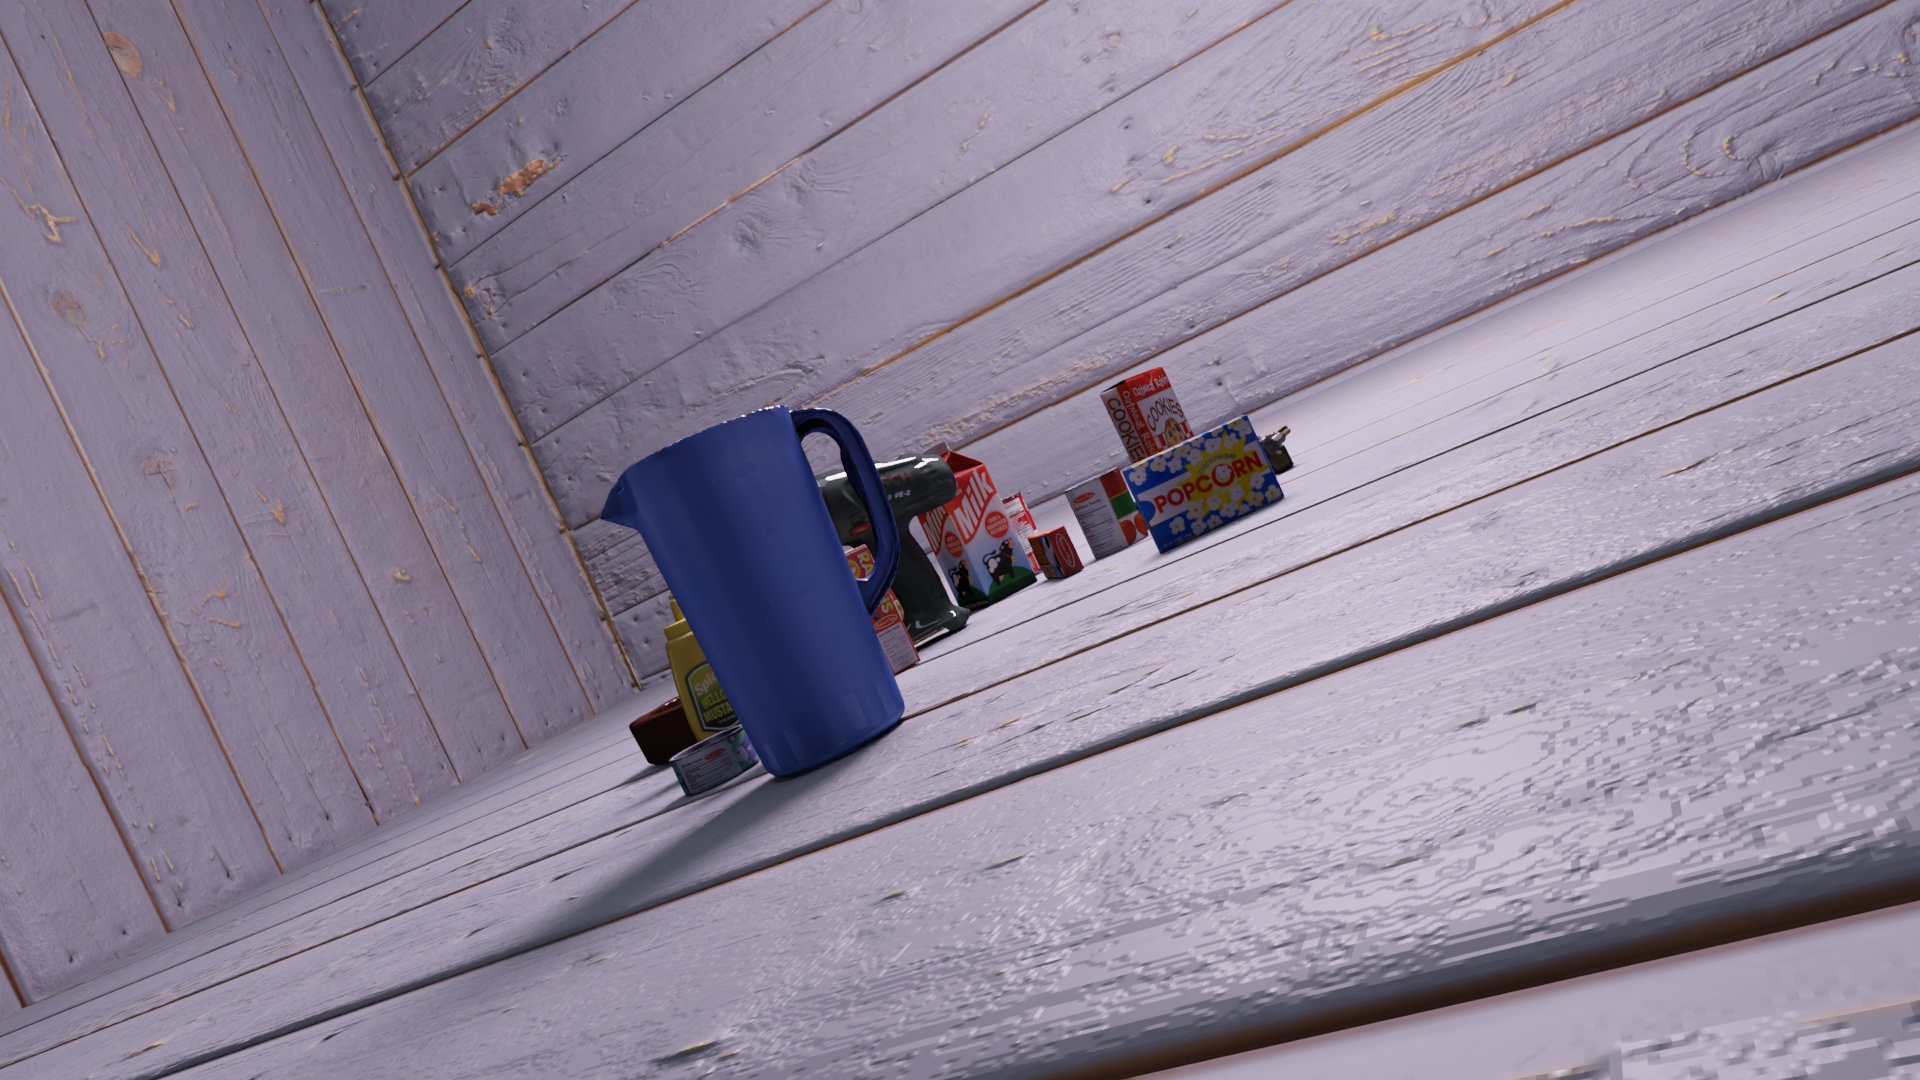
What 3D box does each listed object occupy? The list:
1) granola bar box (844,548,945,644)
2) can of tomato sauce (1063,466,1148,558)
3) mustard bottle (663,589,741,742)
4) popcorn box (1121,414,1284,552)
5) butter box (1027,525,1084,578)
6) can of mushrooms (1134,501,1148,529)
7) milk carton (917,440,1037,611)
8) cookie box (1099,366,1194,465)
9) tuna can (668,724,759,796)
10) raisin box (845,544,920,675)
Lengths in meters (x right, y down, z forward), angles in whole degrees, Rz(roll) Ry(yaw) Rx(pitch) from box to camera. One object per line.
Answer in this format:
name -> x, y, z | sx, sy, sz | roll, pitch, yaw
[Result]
granola bar box -> -0.107, 0.072, 1.494 | 0.166, 0.124, 0.039 | -26, 2, -40
can of tomato sauce -> 0.162, -0.031, 1.527 | 0.071, 0.083, 0.071 | -25, 1, 1
mustard bottle -> -0.233, 0.118, 1.262 | 0.065, 0.160, 0.048 | -25, 1, -13
popcorn box -> 0.224, -0.053, 1.287 | 0.127, 0.085, 0.038 | -25, 1, 4
butter box -> 0.103, 0.013, 1.513 | 0.024, 0.053, 0.103 | -25, 2, -9
can of mushrooms -> 0.207, -0.027, 1.622 | 0.071, 0.033, 0.071 | -25, 2, 1
milk carton -> 0.006, -0.020, 1.591 | 0.074, 0.190, 0.072 | -26, 1, -31
cookie box -> 0.233, -0.113, 1.604 | 0.040, 0.167, 0.123 | -24, 1, 31
tuna can -> -0.197, 0.176, 1.116 | 0.071, 0.033, 0.071 | -25, 2, 1
raisin box -> -0.099, 0.074, 1.323 | 0.040, 0.123, 0.086 | -26, 2, -36
